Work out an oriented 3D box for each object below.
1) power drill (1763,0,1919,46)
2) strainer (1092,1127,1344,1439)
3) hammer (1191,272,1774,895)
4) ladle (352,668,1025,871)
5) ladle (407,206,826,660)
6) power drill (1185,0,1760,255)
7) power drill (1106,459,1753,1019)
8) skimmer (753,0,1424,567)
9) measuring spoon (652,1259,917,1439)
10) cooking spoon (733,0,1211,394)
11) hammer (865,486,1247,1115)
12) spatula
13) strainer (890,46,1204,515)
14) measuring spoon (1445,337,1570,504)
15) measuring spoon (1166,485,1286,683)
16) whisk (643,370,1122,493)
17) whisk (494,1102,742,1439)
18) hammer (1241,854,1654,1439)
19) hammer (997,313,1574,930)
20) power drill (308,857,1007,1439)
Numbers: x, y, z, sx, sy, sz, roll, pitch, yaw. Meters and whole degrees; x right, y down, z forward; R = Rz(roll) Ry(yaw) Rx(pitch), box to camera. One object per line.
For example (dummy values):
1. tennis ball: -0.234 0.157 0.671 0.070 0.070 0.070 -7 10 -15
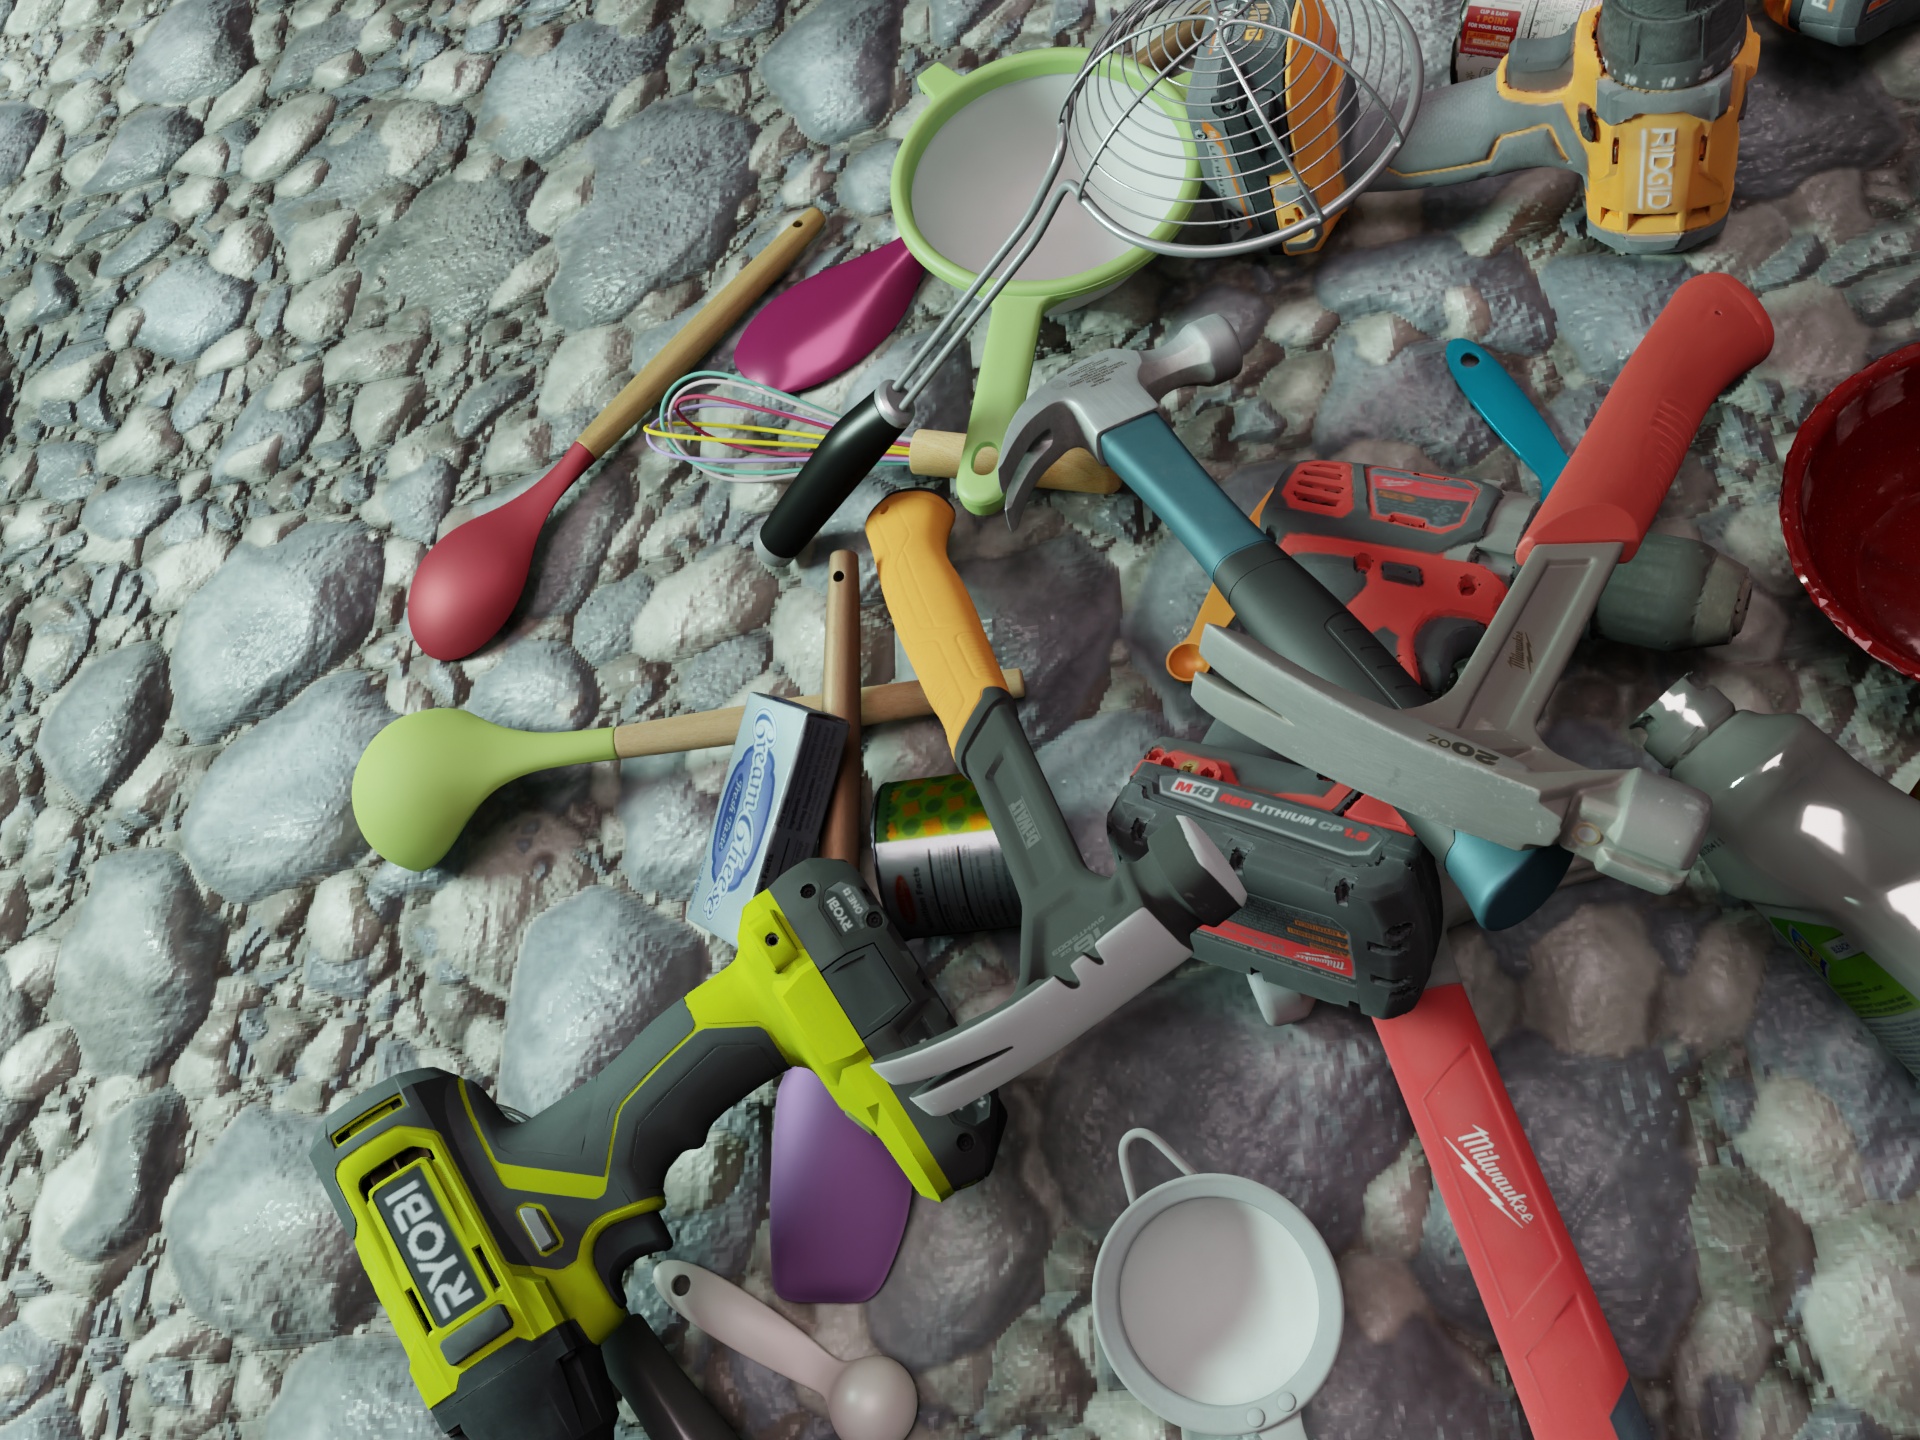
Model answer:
1. power drill: 0.379 -0.417 0.753 0.164 0.084 0.227 -32 55 -16
2. strainer: 0.117 0.259 0.530 0.087 0.050 0.259 -29 66 9
3. hammer: 0.221 -0.081 0.569 0.149 0.036 0.359 24 45 20
4. ladle: -0.127 0.012 0.731 0.320 0.062 0.078 -9 61 5
5. ladle: -0.177 -0.158 0.832 0.069 0.031 0.315 34 77 28
6. power drill: 0.216 -0.277 0.681 0.226 0.185 0.084 7 69 23
7. power drill: 0.175 -0.005 0.597 0.188 0.080 0.227 15 56 29
8. skimmer: 0.028 -0.161 0.658 0.363 0.090 0.127 -41 52 46
9. measuring spoon: -0.072 0.239 0.609 0.124 0.018 0.034 21 73 25
10. cooking spoon: 0.012 -0.278 0.836 0.319 0.017 0.069 -39 62 -3
11. hammer: -0.001 -0.002 0.619 0.127 0.034 0.337 -38 33 12
12. spatula: -0.049 0.076 0.665 0.060 0.018 0.316 -5 72 13
13. strainer: 0.036 -0.202 0.764 0.151 0.069 0.256 6 70 14
14. measuring spoon: 0.247 -0.126 0.687 0.042 0.021 0.129 -28 61 2
15. measuring spoon: 0.124 -0.062 0.703 0.021 0.011 0.117 24 70 25
16. whisk: -0.041 -0.134 0.772 0.245 0.047 0.051 9 80 16
17. whisk: -0.134 0.239 0.613 0.055 0.055 0.239 -44 65 -7
18. hammer: 0.219 0.225 0.516 0.143 0.038 0.387 -19 61 6
19. hammer: 0.113 -0.050 0.585 0.128 0.033 0.331 -23 44 -7
20. power drill: -0.101 0.167 0.584 0.223 0.080 0.171 -32 74 -9
